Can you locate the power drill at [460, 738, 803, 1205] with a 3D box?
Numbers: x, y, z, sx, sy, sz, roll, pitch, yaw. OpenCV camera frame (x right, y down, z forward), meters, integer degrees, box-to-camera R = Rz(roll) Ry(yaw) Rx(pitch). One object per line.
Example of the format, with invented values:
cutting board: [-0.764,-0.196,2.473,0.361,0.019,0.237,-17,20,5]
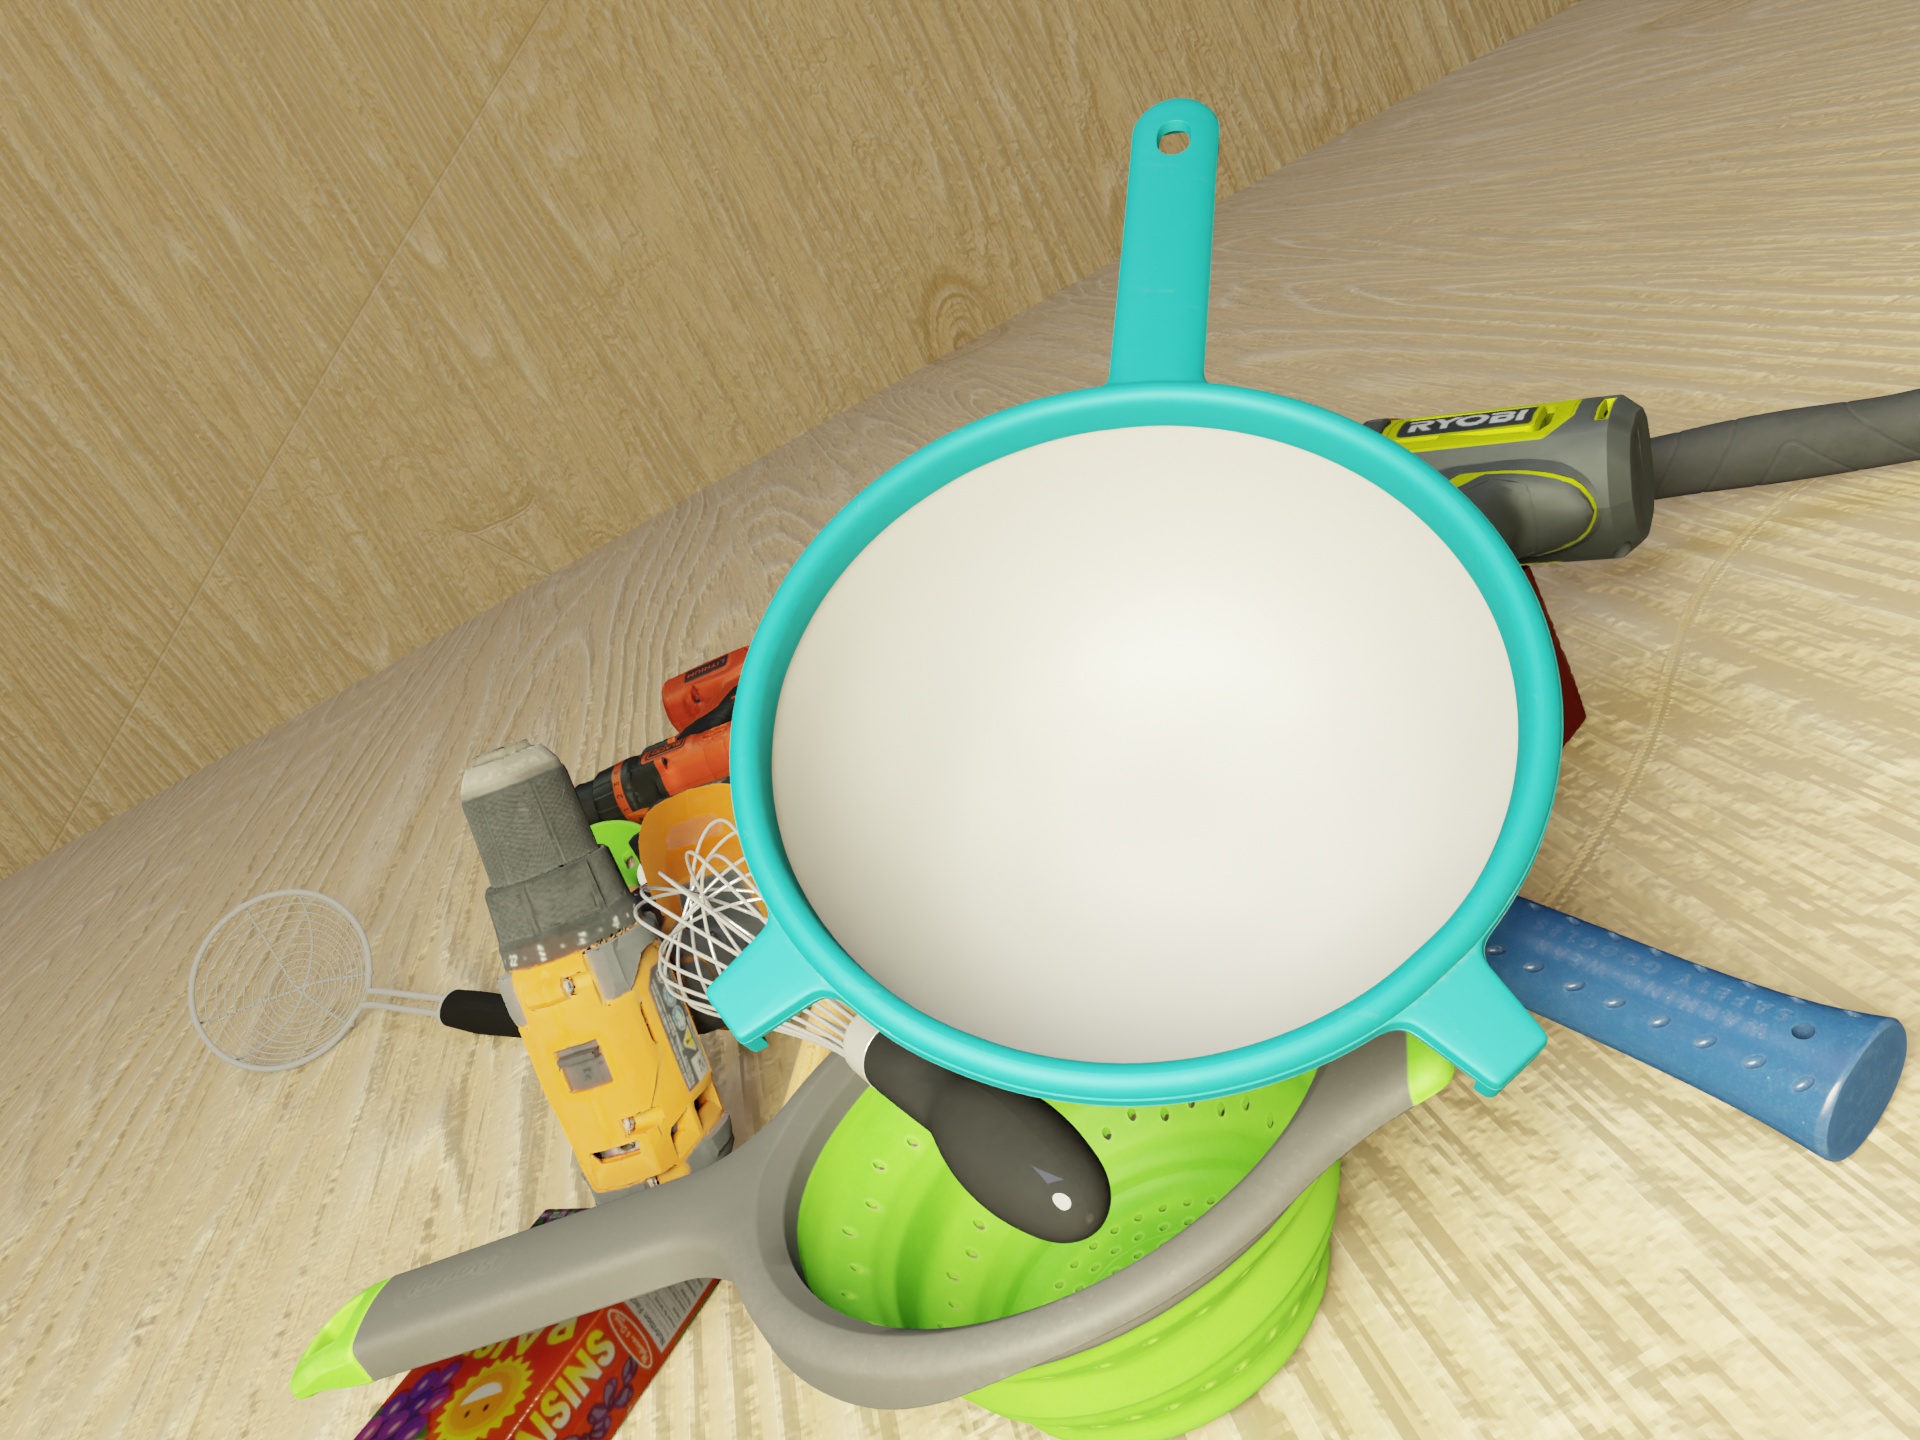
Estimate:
power drill: [-0.131,0.082,0.695,0.084,0.185,0.226,-19,7,14]

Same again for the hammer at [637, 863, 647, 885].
hammer: [-0.034,0.035,0.946,0.331,0.033,0.128,-17,16,27]

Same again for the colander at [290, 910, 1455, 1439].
colander: [-0.030,0.172,0.495,0.397,0.094,0.205,-23,19,16]

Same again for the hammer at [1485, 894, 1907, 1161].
hammer: [0.108,0.049,0.563,0.144,0.035,0.406,-38,34,-23]

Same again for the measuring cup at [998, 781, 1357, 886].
measuring cup: [0.076,0.036,0.512,0.167,0.038,0.083,-5,32,22]

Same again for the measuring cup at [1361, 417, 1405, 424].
measuring cup: [0.230,-0.131,0.979,0.095,0.052,0.174,-7,26,48]

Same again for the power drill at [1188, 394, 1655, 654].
power drill: [0.146,-0.054,0.605,0.190,0.080,0.228,-1,29,32]

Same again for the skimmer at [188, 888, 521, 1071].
skimmer: [-0.377,0.171,1.011,0.363,0.090,0.127,-5,62,45]

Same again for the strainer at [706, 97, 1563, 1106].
strainer: [0.058,-0.040,0.473,0.211,0.095,0.341,1,58,13]

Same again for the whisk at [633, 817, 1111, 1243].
whisk: [-0.037,0.089,0.491,0.070,0.070,0.285,-35,24,-18]

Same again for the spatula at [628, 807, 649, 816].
spatula: [-0.074,0.002,1.088,0.322,0.041,0.081,-30,-1,-8]

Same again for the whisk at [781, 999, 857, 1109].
whisk: [-0.043,0.079,0.710,0.051,0.047,0.245,111,176,-62]

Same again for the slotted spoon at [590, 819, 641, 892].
slotted spoon: [-0.202,0.119,0.993,0.070,0.031,0.314,-23,19,-16]

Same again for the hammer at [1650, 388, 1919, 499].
hammer: [0.293,-0.110,0.768,0.409,0.149,0.036,-7,27,28]
